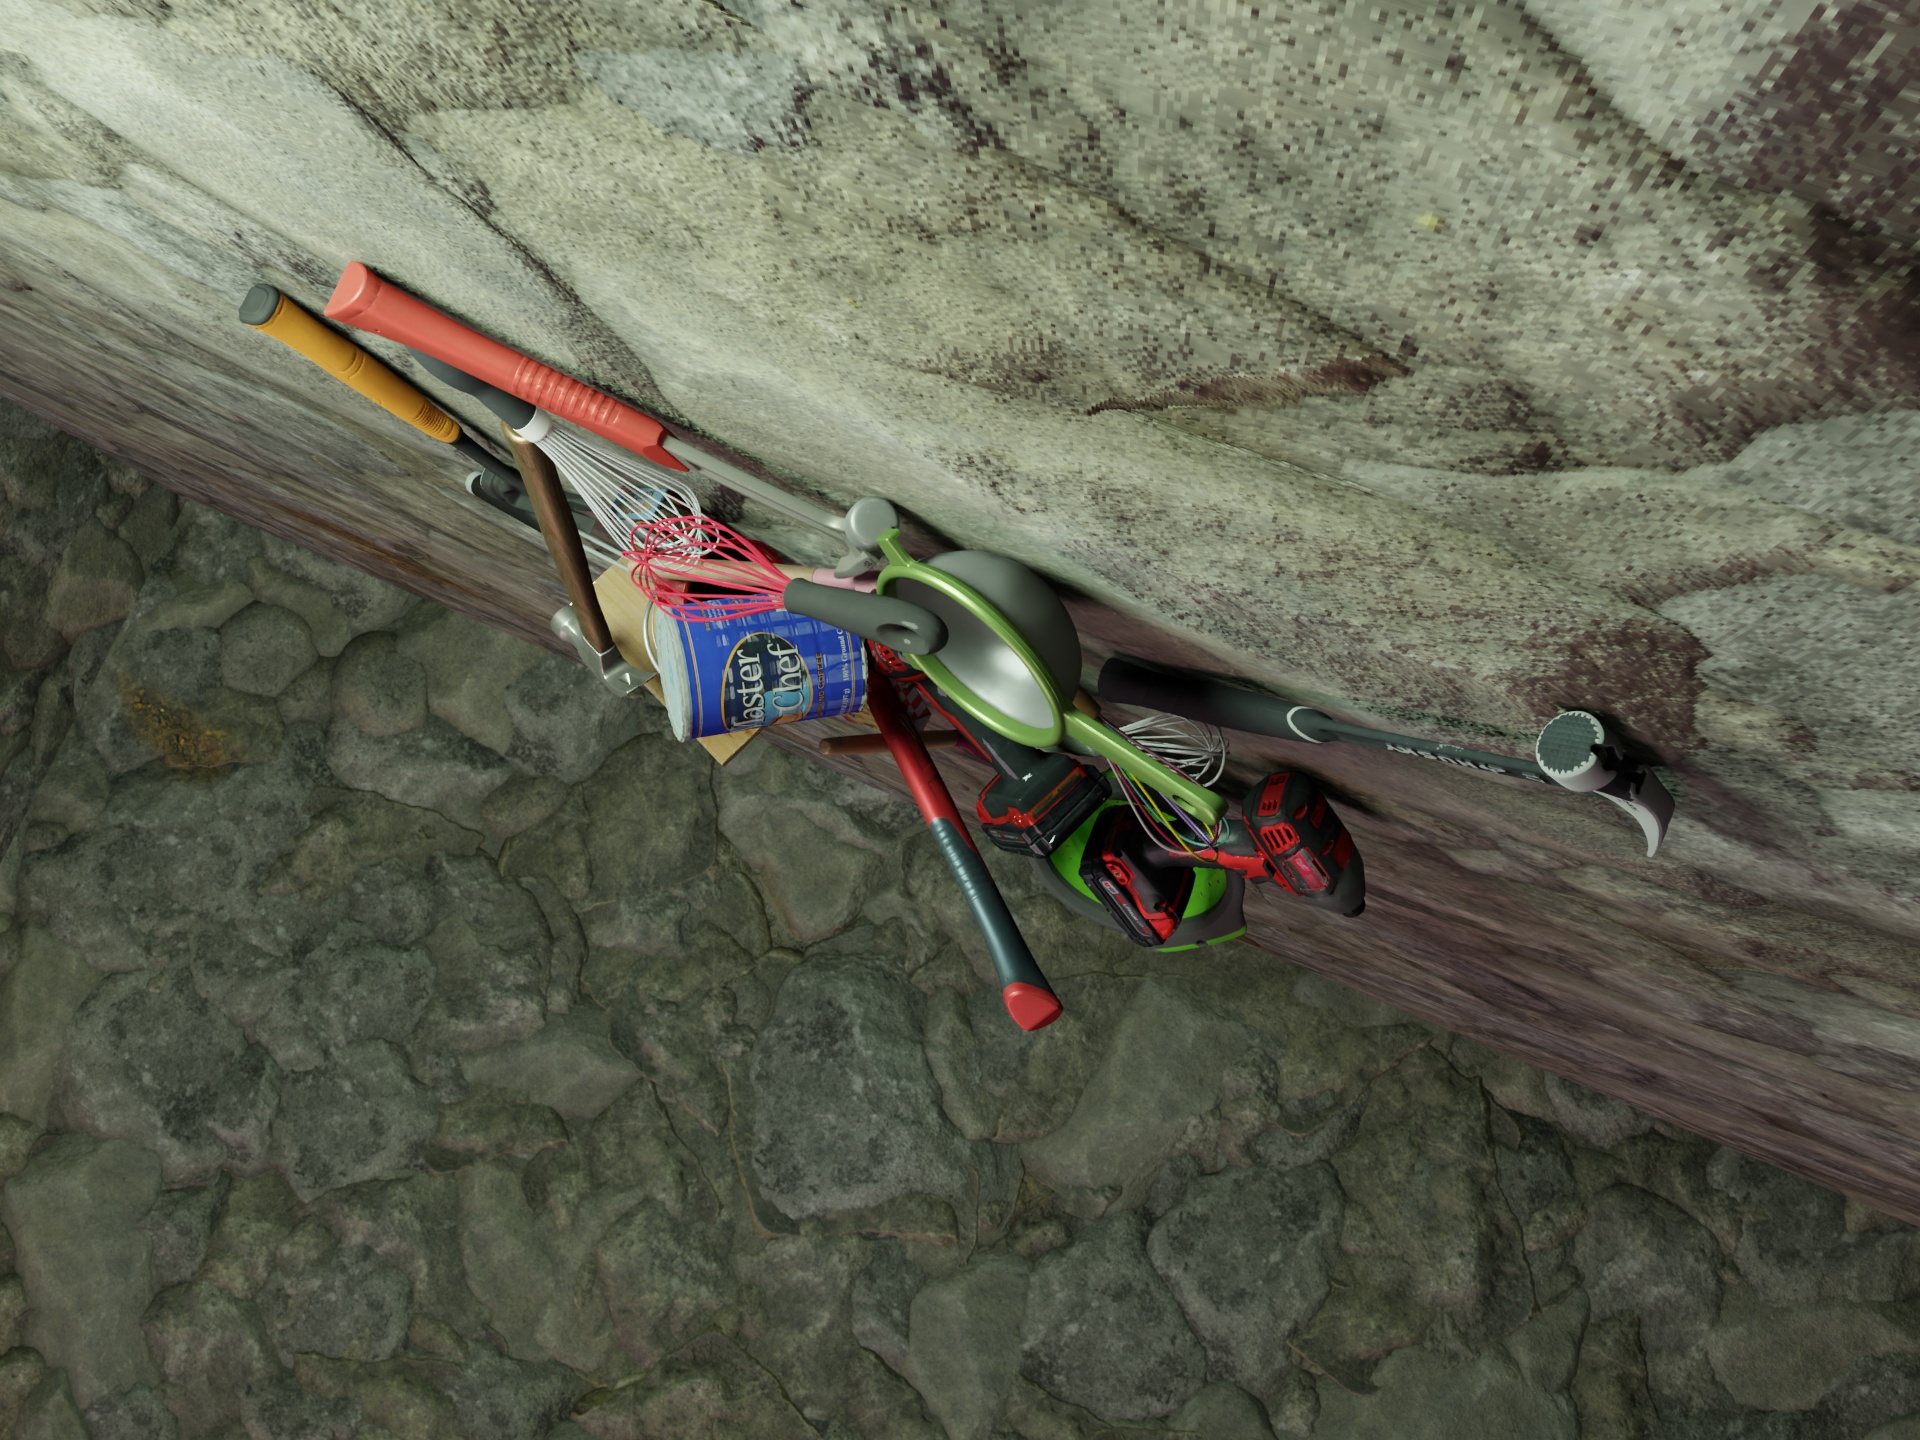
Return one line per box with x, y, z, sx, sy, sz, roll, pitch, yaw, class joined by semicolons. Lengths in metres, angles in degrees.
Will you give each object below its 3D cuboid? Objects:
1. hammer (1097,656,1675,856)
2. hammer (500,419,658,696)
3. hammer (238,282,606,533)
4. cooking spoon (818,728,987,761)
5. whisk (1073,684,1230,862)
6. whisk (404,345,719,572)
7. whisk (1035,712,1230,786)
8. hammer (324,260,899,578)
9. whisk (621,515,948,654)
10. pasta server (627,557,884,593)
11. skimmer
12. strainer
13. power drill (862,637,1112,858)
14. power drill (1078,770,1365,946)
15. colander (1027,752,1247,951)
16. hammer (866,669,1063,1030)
0.233;0.007;0.969;0.149;0.036;0.409;28;172;-39;hammer
-0.308;-0.125;1.262;0.130;0.031;0.331;44;158;22;hammer
-0.415;-0.236;1.233;0.127;0.034;0.336;20;172;27;hammer
-0.022;0.017;1.430;0.318;0.017;0.069;-3;-120;-56;cooking spoon
0.108;0.014;1.137;0.245;0.047;0.051;46;149;-14;whisk
-0.269;-0.184;1.084;0.070;0.070;0.284;17;165;41;whisk
0.114;0.018;1.244;0.057;0.059;0.246;-10;-172;-38;whisk
-0.211;-0.182;0.986;0.359;0.037;0.149;25;172;-12;hammer
-0.118;-0.084;1.022;0.296;0.073;0.073;18;171;40;whisk
-0.124;-0.096;1.146;0.316;0.040;0.060;7;-171;33;pasta server
-0.309;-0.131;1.426;0.363;0.127;0.090;28;155;28;skimmer
0.065;-0.030;0.954;0.256;0.069;0.151;34;160;21;strainer
-0.002;-0.004;1.238;0.226;0.080;0.188;50;166;-11;power drill
0.221;0.119;1.306;0.220;0.079;0.143;-14;126;40;power drill
0.117;0.048;1.426;0.204;0.095;0.396;-22;121;42;colander
-0.006;0.079;1.300;0.143;0.038;0.387;16;-141;-51;hammer
